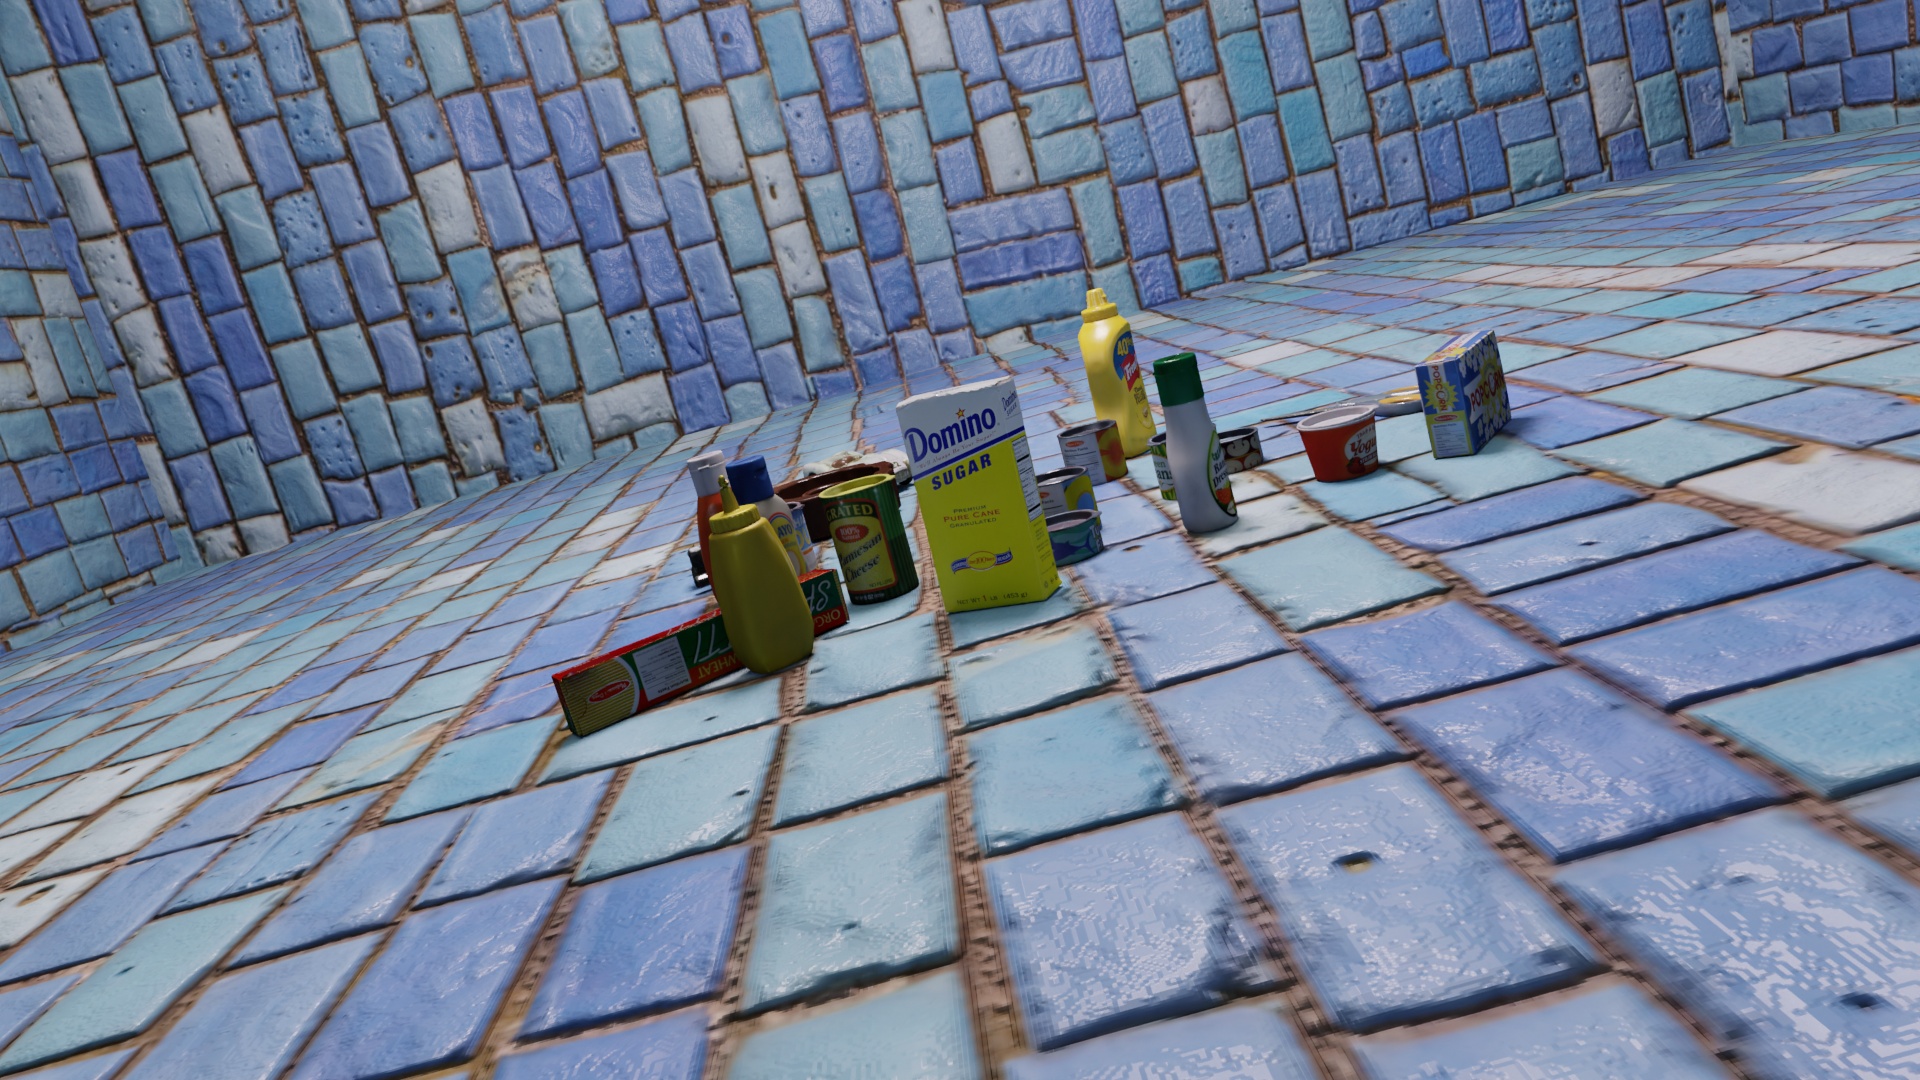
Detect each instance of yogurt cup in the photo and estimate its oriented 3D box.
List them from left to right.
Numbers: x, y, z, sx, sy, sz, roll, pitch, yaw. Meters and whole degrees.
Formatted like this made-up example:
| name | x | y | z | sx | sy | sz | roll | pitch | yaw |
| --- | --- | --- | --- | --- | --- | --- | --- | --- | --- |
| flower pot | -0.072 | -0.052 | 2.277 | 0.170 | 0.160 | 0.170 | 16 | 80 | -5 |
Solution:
| name | x | y | z | sx | sy | sz | roll | pitch | yaw |
| --- | --- | --- | --- | --- | --- | --- | --- | --- | --- |
| yogurt cup | 0.336 | -0.085 | 1.224 | 0.072 | 0.054 | 0.072 | -15 | 12 | 3 |

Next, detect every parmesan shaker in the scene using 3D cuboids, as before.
| name | x | y | z | sx | sy | sz | roll | pitch | yaw |
| --- | --- | --- | --- | --- | --- | --- | --- | --- | --- |
| parmesan shaker | -0.078 | -0.001 | 1.243 | 0.071 | 0.103 | 0.071 | -15 | 12 | 3 |

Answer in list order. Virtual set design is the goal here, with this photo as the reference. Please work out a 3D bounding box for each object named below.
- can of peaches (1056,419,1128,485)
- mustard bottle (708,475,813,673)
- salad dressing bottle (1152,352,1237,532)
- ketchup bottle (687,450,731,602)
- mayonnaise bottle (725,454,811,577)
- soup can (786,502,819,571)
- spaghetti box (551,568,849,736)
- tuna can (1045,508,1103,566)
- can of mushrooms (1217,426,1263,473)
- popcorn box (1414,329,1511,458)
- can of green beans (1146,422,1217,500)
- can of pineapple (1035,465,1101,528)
| name | x | y | z | sx | sy | sz | roll | pitch | yaw |
| --- | --- | --- | --- | --- | --- | --- | --- | --- | --- |
| can of peaches | 0.144 | -0.094 | 1.499 | 0.071 | 0.058 | 0.071 | -15 | 12 | 3 |
| mustard bottle | -0.165 | 0.023 | 1.101 | 0.065 | 0.160 | 0.049 | -24 | 15 | -38 |
| salad dressing bottle | 0.195 | -0.082 | 1.163 | 0.044 | 0.147 | 0.064 | -9 | 13 | 30 |
| ketchup bottle | -0.233 | -0.014 | 1.384 | 0.065 | 0.148 | 0.043 | -15 | 11 | 3 |
| mayonnaise bottle | -0.175 | -0.002 | 1.261 | 0.041 | 0.147 | 0.065 | -7 | 14 | 37 |
| soup can | -0.174 | 0.011 | 1.351 | 0.071 | 0.083 | 0.071 | -15 | 12 | 3 |
| spaghetti box | -0.204 | 0.086 | 1.127 | 0.251 | 0.050 | 0.028 | -23 | 13 | -31 |
| tuna can | 0.092 | -0.002 | 1.204 | 0.071 | 0.032 | 0.071 | -15 | 12 | 3 |
| can of mushrooms | 0.264 | -0.088 | 1.380 | 0.071 | 0.033 | 0.071 | -15 | 12 | 3 |
| popcorn box | 0.444 | -0.130 | 1.222 | 0.038 | 0.085 | 0.127 | -7 | 15 | 37 |
| can of green beans | 0.217 | -0.075 | 1.321 | 0.071 | 0.057 | 0.071 | -15 | 12 | 3 |
| can of pineapple | 0.093 | -0.033 | 1.281 | 0.071 | 0.057 | 0.071 | -15 | 12 | 3 |
